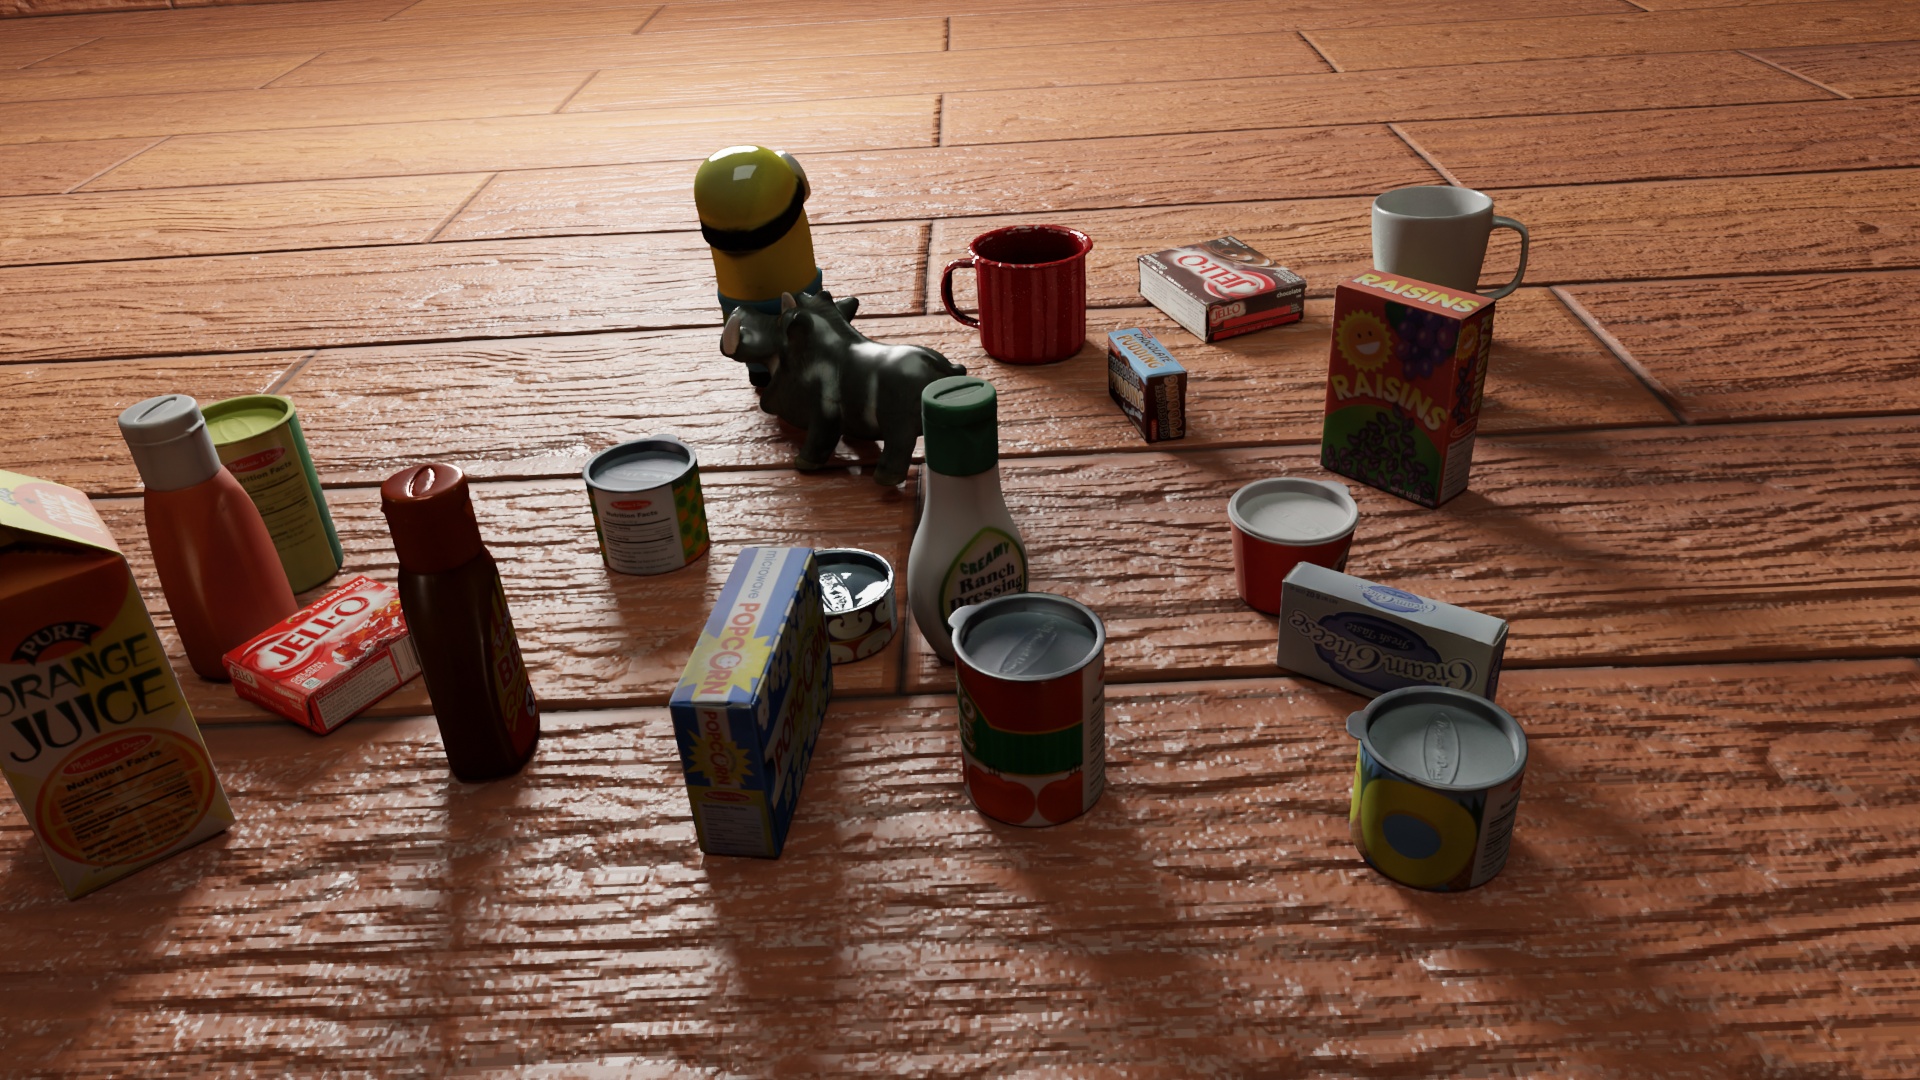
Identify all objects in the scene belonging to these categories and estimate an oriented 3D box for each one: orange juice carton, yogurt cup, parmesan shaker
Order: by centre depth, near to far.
[{"bbox_3d":[-0.388,0.051,0.598,0.073,0.191,0.072,-25,37,-32],"label":"orange juice carton"},{"bbox_3d":[0.178,0.005,0.749,0.072,0.053,0.073,-3,31,2],"label":"yogurt cup"},{"bbox_3d":[-0.411,-0.024,0.810,0.071,0.102,0.071,-3,31,2],"label":"parmesan shaker"}]

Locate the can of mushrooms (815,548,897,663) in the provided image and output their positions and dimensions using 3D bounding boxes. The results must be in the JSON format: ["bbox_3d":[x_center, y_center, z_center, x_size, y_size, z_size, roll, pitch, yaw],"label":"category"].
[{"bbox_3d":[-0.069,0.035,0.744,0.071,0.033,0.071,-3,31,2],"label":"can of mushrooms"}]

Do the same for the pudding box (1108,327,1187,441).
[{"bbox_3d":[0.126,-0.107,0.944,0.030,0.049,0.084,-9,31,-9],"label":"pudding box"}]

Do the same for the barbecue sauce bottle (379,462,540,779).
[{"bbox_3d":[-0.233,0.037,0.647,0.044,0.147,0.065,-7,31,-5],"label":"barbecue sauce bottle"}]

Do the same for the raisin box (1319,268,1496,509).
[{"bbox_3d":[0.266,-0.092,0.833,0.040,0.122,0.086,-27,38,-33],"label":"raisin box"}]

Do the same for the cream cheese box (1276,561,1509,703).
[{"bbox_3d":[0.206,0.051,0.670,0.104,0.053,0.024,18,37,31],"label":"cream cheese box"}]

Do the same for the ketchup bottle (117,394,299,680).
[{"bbox_3d":[-0.395,-0.002,0.729,0.043,0.148,0.065,3,31,10],"label":"ketchup bottle"}]

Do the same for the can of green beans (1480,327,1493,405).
[{"bbox_3d":[0.321,-0.120,0.937,0.071,0.057,0.071,-3,31,2],"label":"can of green beans"}]

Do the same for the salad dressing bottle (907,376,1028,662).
[{"bbox_3d":[0.002,-0.009,0.699,0.064,0.147,0.044,-20,34,-24],"label":"salad dressing bottle"}]

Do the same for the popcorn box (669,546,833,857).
[{"bbox_3d":[-0.092,0.070,0.638,0.038,0.084,0.127,1,31,7],"label":"popcorn box"}]

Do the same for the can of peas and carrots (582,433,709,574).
[{"bbox_3d":[-0.185,-0.022,0.826,0.071,0.058,0.071,-3,31,2],"label":"can of peas and carrots"}]

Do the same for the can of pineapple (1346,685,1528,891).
[{"bbox_3d":[0.197,0.103,0.581,0.071,0.057,0.071,-3,31,2],"label":"can of pineapple"}]

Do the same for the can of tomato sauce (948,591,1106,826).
[{"bbox_3d":[0.030,0.075,0.620,0.071,0.082,0.071,-3,31,2],"label":"can of tomato sauce"}]
